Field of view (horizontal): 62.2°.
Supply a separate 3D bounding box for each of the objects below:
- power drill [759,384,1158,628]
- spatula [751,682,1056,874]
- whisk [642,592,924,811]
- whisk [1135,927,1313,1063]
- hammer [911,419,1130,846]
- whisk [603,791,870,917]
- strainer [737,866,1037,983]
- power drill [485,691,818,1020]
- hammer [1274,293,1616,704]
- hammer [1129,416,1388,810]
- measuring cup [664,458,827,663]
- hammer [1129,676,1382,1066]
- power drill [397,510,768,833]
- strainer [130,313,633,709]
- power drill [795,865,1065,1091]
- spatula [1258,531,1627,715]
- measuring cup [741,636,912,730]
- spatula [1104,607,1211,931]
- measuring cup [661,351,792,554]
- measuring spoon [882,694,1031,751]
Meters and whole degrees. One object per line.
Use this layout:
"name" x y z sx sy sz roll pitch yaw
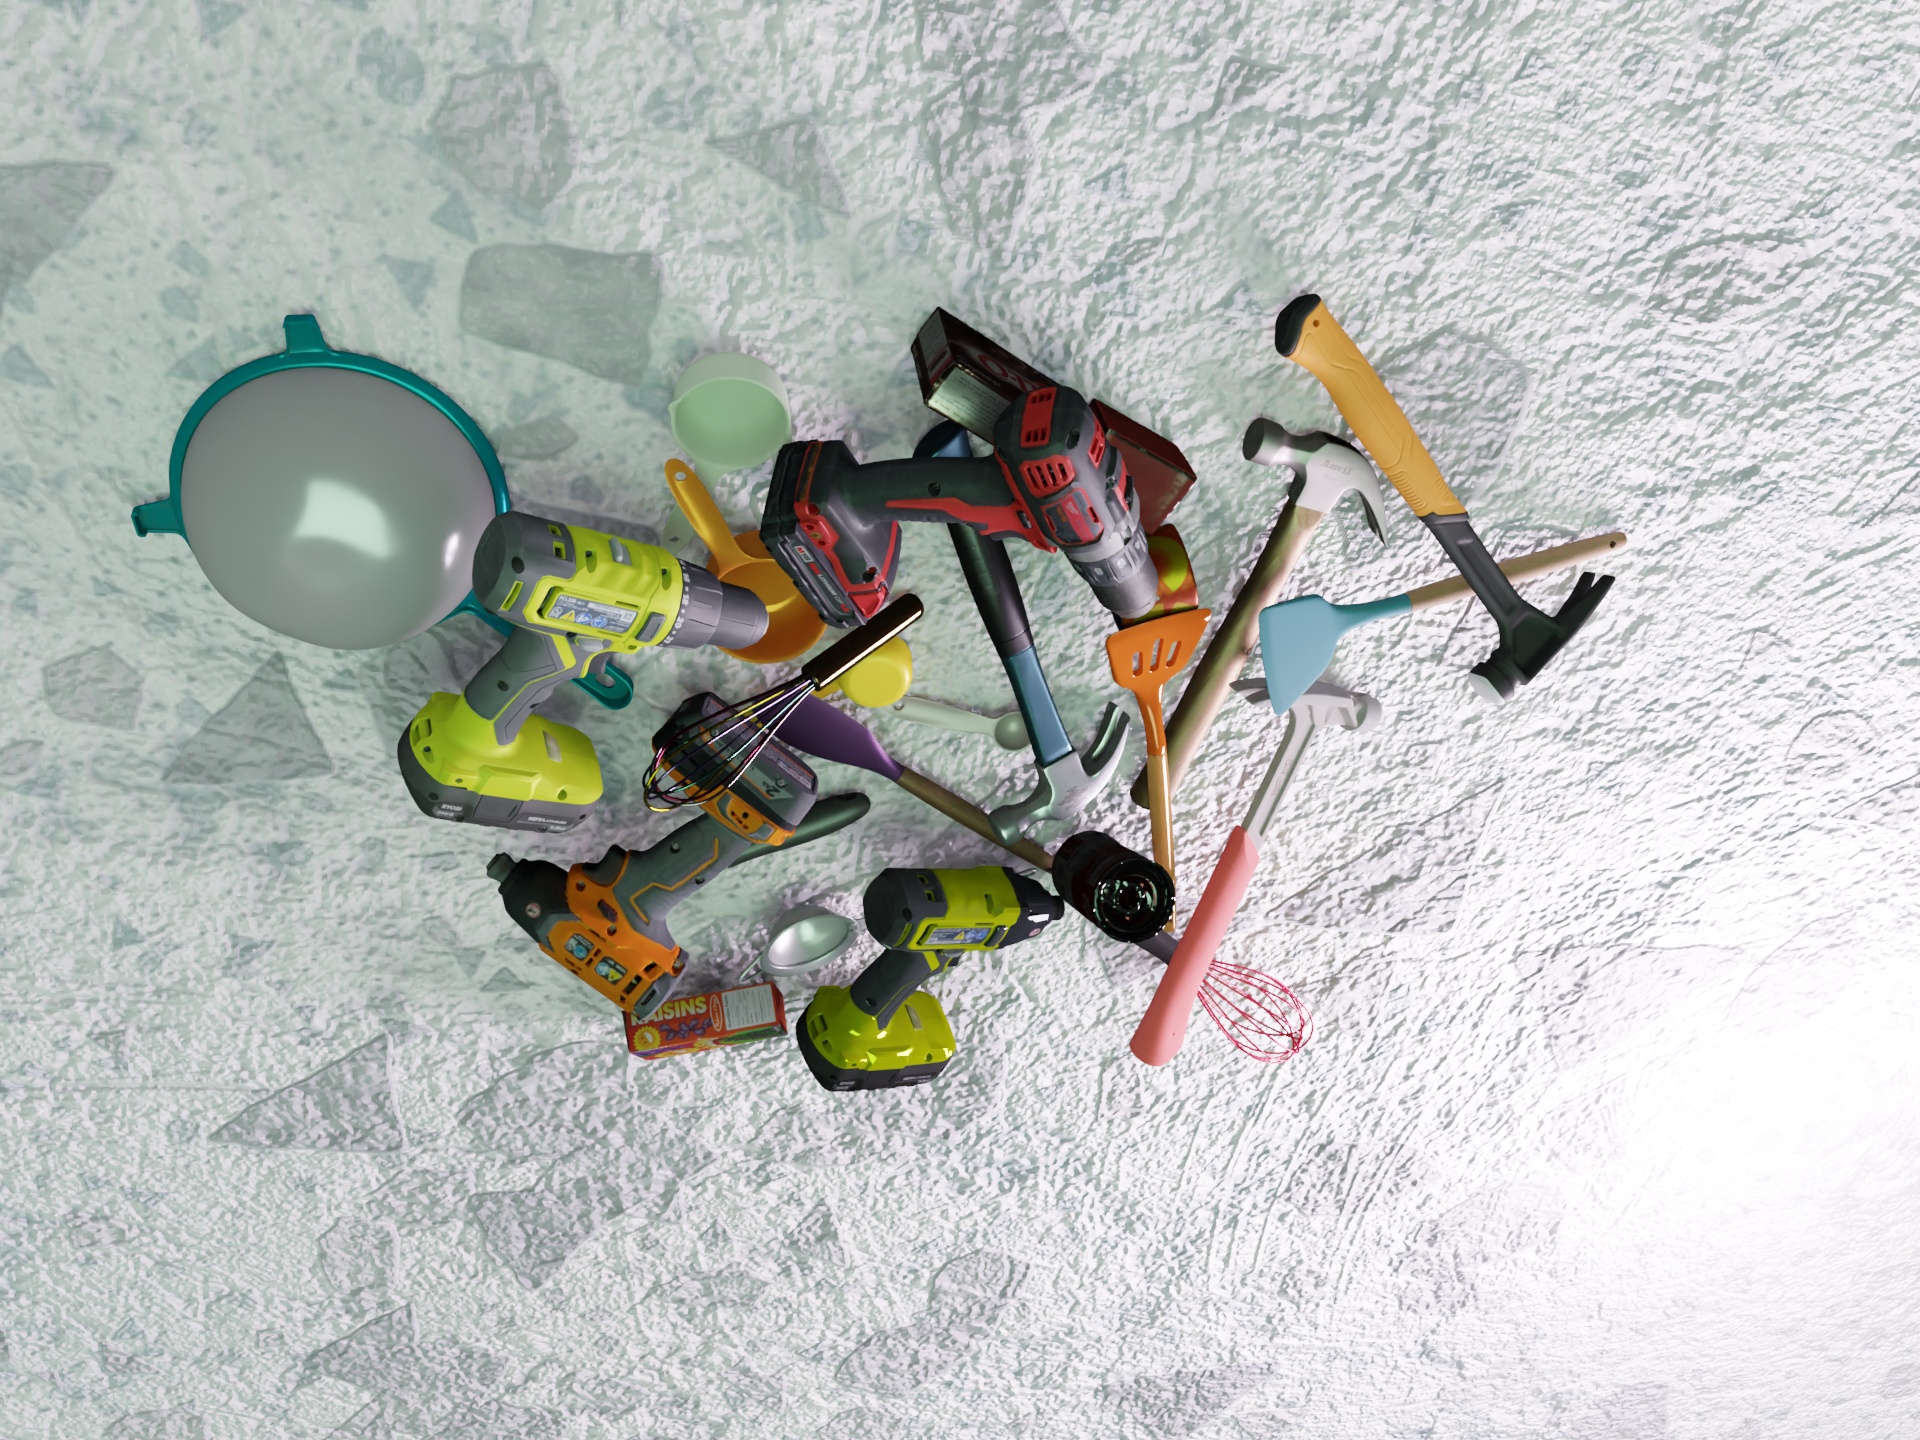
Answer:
"power drill" 0.008 -0.119 1.017 0.227 0.080 0.187 -7 145 24
"spatula" -0.032 0.053 1.233 0.315 0.018 0.060 32 133 -32
"whisk" -0.122 -0.015 1.108 0.245 0.051 0.047 -38 119 -21
"whisk" 0.201 0.215 1.380 0.295 0.073 0.073 37 112 -23
"hammer" 0.035 -0.063 1.150 0.128 0.033 0.330 -28 123 -11
"whisk" -0.182 0.104 1.240 0.239 0.055 0.055 -20 126 -1
"strainer" -0.061 0.157 1.300 0.258 0.050 0.086 -15 146 -7
"power drill" -0.229 0.091 1.164 0.164 0.084 0.226 38 100 -11
"hammer" 0.332 -0.167 1.114 0.127 0.034 0.336 -45 113 -4
"hammer" 0.211 -0.064 1.197 0.130 0.031 0.331 13 122 -18
"measuring cup" -0.153 -0.118 1.077 0.095 0.052 0.173 -23 127 9
"hammer" 0.210 0.129 1.277 0.149 0.037 0.359 4 118 -36
"power drill" -0.252 -0.028 1.047 0.190 0.080 0.228 12 131 -38
"strainer" -0.354 -0.086 1.041 0.211 0.095 0.340 -42 120 19
"power drill" -0.026 0.204 1.286 0.171 0.080 0.223 4 134 -34
"spatula" 0.358 -0.089 1.171 0.317 0.044 0.082 -17 110 -10
"measuring cup" -0.107 -0.014 1.176 0.156 0.029 0.062 -26 125 9
"spatula" 0.155 0.047 1.223 0.081 0.041 0.322 -15 126 -9
"measuring cup" -0.168 -0.176 1.054 0.083 0.038 0.167 13 139 -24
"measuring spoon" -0.002 -0.004 1.215 0.124 0.018 0.034 13 112 -10
